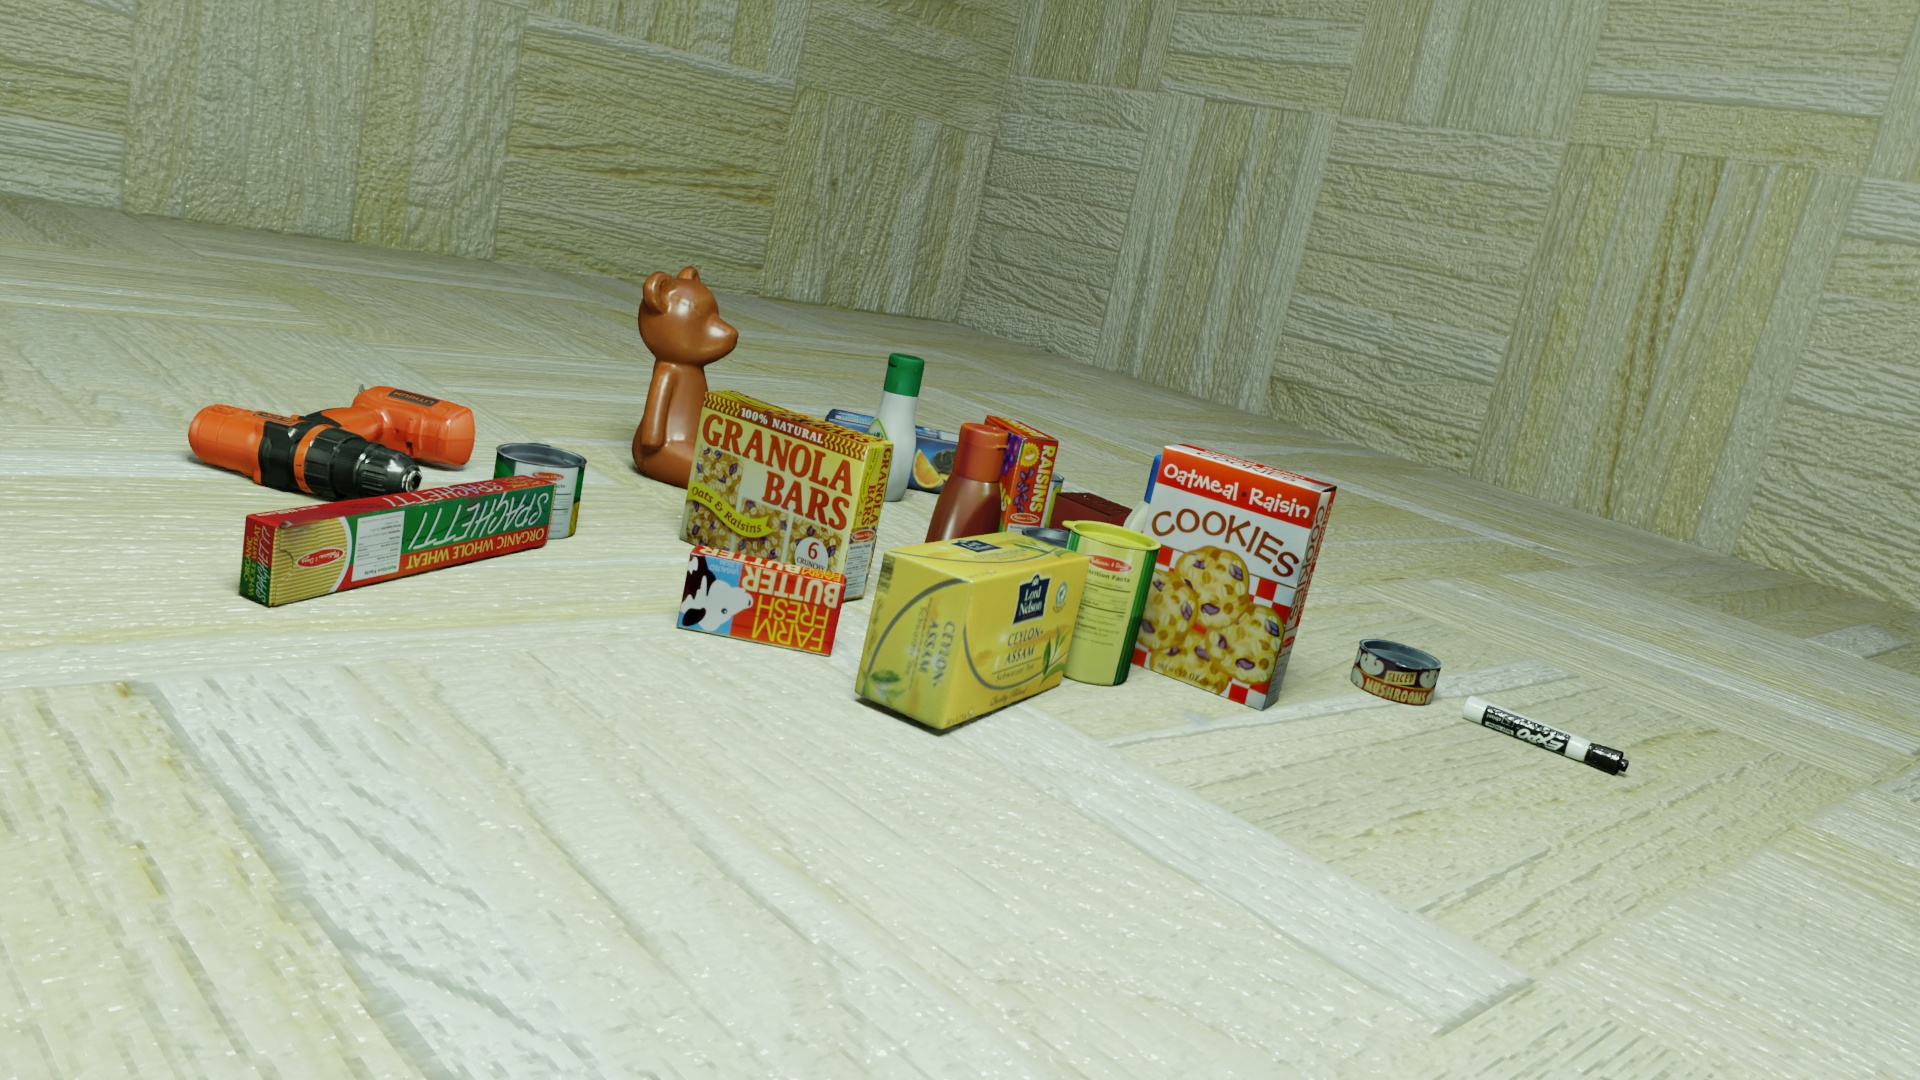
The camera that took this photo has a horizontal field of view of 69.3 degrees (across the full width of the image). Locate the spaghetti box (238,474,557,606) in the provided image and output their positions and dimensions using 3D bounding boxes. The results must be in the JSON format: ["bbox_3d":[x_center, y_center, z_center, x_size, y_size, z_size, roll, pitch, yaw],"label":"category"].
[{"bbox_3d":[-0.354,-0.005,0.903,0.029,0.050,0.251,17,14,19],"label":"spaghetti box"}]

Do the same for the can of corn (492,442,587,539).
[{"bbox_3d":[-0.322,-0.038,1.054,0.071,0.058,0.071,12,13,-3],"label":"can of corn"}]

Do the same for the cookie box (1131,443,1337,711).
[{"bbox_3d":[0.192,0.024,1.021,0.123,0.167,0.040,19,14,28],"label":"cookie box"}]

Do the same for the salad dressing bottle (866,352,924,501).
[{"bbox_3d":[-0.068,-0.115,1.412,0.044,0.147,0.064,3,16,-37],"label":"salad dressing bottle"}]

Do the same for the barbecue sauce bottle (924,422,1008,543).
[{"bbox_3d":[0.004,-0.013,1.047,0.044,0.148,0.065,21,15,35],"label":"barbecue sauce bottle"}]

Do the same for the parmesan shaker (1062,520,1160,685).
[{"bbox_3d":[0.096,0.043,0.994,0.071,0.102,0.071,12,13,-3],"label":"parmesan shaker"}]

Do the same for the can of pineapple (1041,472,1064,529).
[{"bbox_3d":[0.070,-0.044,1.437,0.071,0.057,0.071,12,13,-3],"label":"can of pineapple"}]

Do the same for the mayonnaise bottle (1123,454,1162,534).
[{"bbox_3d":[0.153,0.007,1.099,0.065,0.147,0.041,13,13,4],"label":"mayonnaise bottle"}]

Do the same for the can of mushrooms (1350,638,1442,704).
[{"bbox_3d":[0.350,0.106,1.117,0.071,0.033,0.071,12,13,-3],"label":"can of mushrooms"}]

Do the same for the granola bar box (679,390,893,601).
[{"bbox_3d":[-0.136,-0.037,1.071,0.166,0.124,0.039,20,15,30],"label":"granola bar box"}]

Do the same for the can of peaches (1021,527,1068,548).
[{"bbox_3d":[0.077,0.026,1.151,0.071,0.058,0.071,12,13,-3],"label":"can of peaches"}]

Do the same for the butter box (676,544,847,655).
[{"bbox_3d":[-0.130,0.040,0.913,0.103,0.053,0.024,11,13,-5],"label":"butter box"}]

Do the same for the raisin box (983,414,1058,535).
[{"bbox_3d":[0.042,-0.045,1.270,0.040,0.123,0.086,6,14,-26],"label":"raisin box"}]
